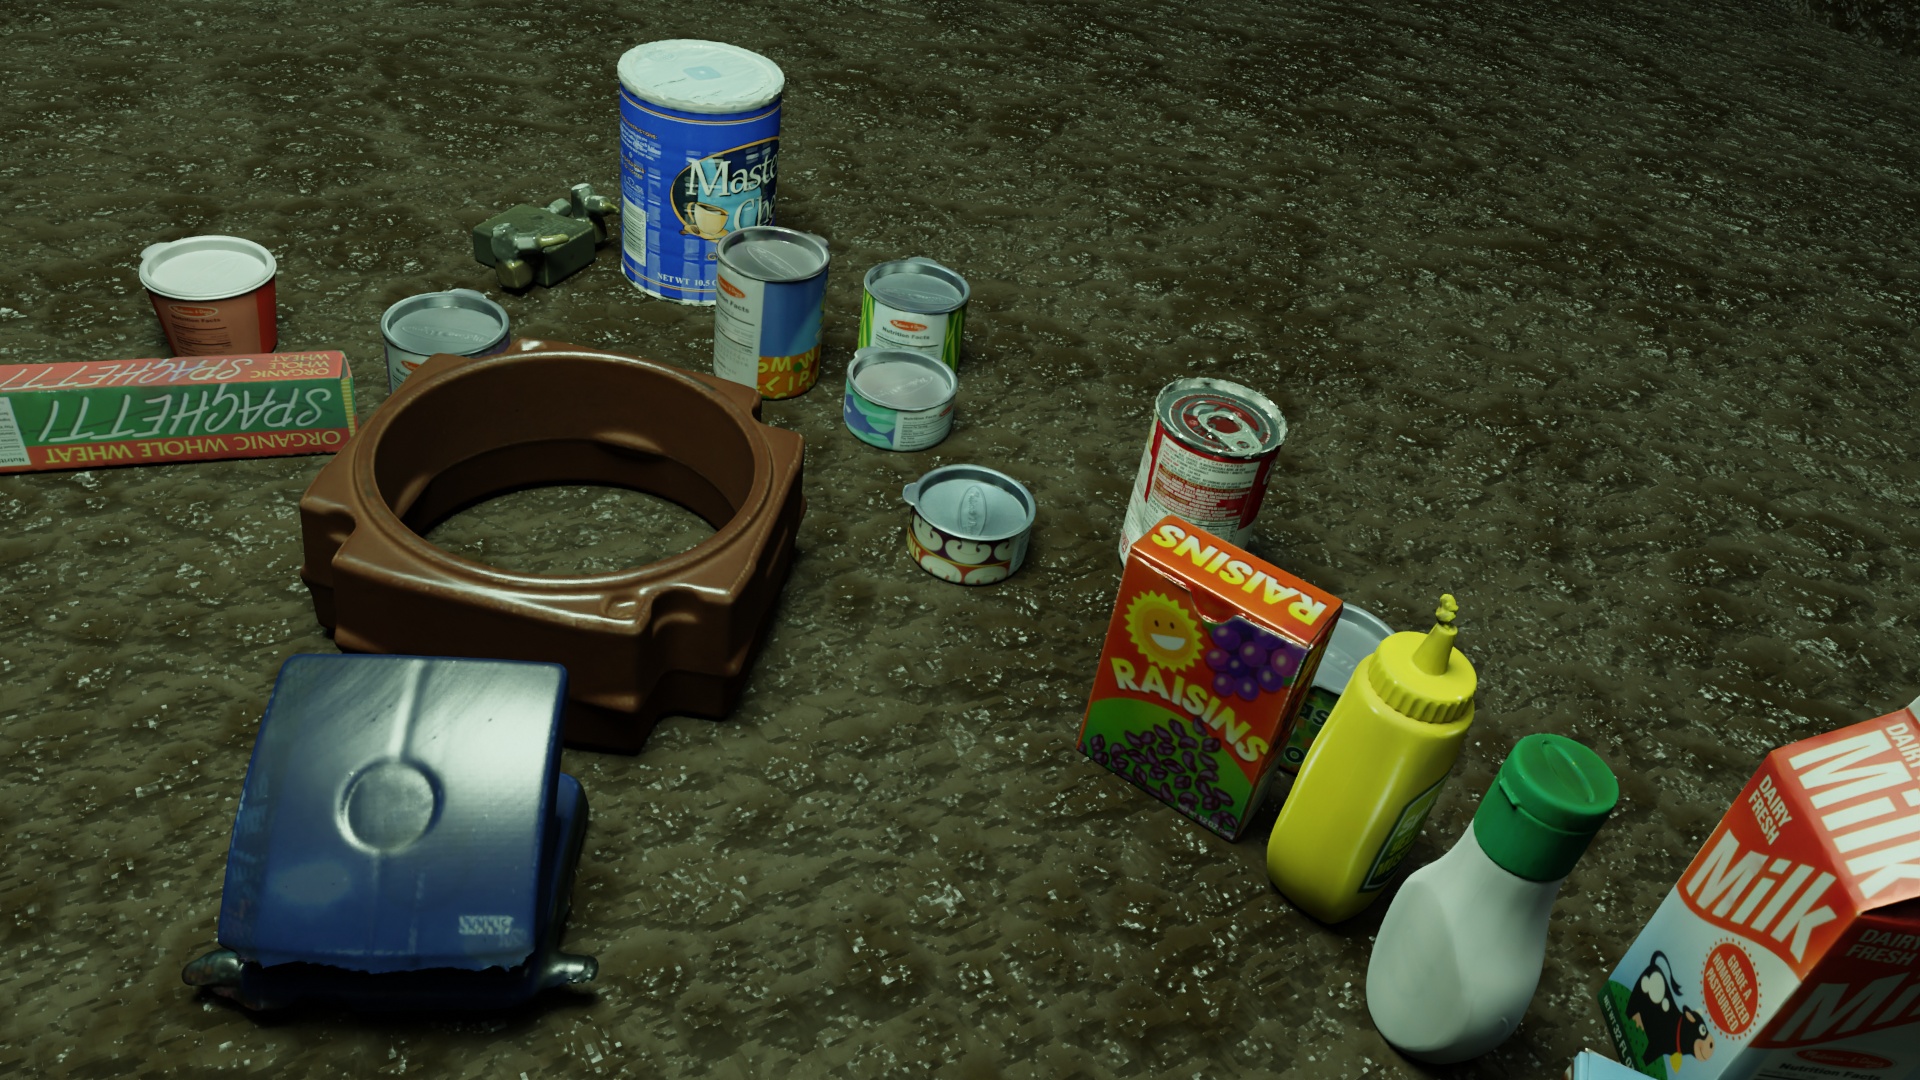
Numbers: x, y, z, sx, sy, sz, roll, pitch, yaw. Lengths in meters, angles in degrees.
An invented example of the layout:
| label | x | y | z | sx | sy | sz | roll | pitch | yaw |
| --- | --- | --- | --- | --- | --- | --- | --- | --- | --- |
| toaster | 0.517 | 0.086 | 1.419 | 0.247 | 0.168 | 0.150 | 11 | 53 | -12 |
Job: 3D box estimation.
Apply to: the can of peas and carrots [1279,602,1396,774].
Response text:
| label | x | y | z | sx | sy | sz | roll | pitch | yaw |
| --- | --- | --- | --- | --- | --- | --- | --- | --- | --- |
| can of peas and carrots | 0.170 | 0.071 | 0.659 | 0.071 | 0.058 | 0.071 | 6 | 38 | -5 |

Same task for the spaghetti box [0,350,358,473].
| label | x | y | z | sx | sy | sz | roll | pitch | yaw |
| --- | --- | --- | --- | --- | --- | --- | --- | --- | --- |
| spaghetti box | -0.438 | -0.063 | 0.698 | 0.251 | 0.049 | 0.029 | -6 | 41 | -19 |

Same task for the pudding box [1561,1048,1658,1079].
| label | x | y | z | sx | sy | sz | roll | pitch | yaw |
| --- | --- | --- | --- | --- | --- | --- | --- | --- | --- |
| pudding box | 0.219 | 0.227 | 0.482 | 0.030 | 0.049 | 0.084 | 20 | 39 | 12 |

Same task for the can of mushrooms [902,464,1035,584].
| label | x | y | z | sx | sy | sz | roll | pitch | yaw |
| --- | --- | --- | --- | --- | --- | --- | --- | --- | --- |
| can of mushrooms | 0.003 | -0.009 | 0.743 | 0.071 | 0.033 | 0.071 | 6 | 38 | -5 |

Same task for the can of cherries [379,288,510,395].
| label | x | y | z | sx | sy | sz | roll | pitch | yaw |
| --- | --- | --- | --- | --- | --- | --- | --- | --- | --- |
| can of cherries | -0.281 | -0.098 | 0.770 | 0.071 | 0.058 | 0.072 | 6 | 38 | -5 |

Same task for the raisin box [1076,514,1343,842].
| label | x | y | z | sx | sy | sz | roll | pitch | yaw |
| --- | --- | --- | --- | --- | --- | --- | --- | --- | --- |
| raisin box | 0.105 | 0.061 | 0.605 | 0.086 | 0.122 | 0.040 | 30 | 42 | 23 |

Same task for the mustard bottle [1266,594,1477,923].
| label | x | y | z | sx | sy | sz | roll | pitch | yaw |
| --- | --- | --- | --- | --- | --- | --- | --- | --- | --- |
| mustard bottle | 0.171 | 0.086 | 0.559 | 0.065 | 0.159 | 0.049 | -27 | 51 | -38 |

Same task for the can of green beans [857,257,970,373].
| label | x | y | z | sx | sy | sz | roll | pitch | yaw |
| --- | --- | --- | --- | --- | --- | --- | --- | --- | --- |
| can of green beans | -0.030 | -0.135 | 0.874 | 0.071 | 0.057 | 0.071 | 6 | 38 | -5 |

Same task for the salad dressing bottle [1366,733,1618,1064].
| label | x | y | z | sx | sy | sz | roll | pitch | yaw |
| --- | --- | --- | --- | --- | --- | --- | --- | --- | --- |
| salad dressing bottle | 0.195 | 0.135 | 0.514 | 0.044 | 0.146 | 0.064 | -1 | 39 | -13 |

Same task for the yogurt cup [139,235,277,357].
| label | x | y | z | sx | sy | sz | roll | pitch | yaw |
| --- | --- | --- | --- | --- | --- | --- | --- | --- | --- |
| yogurt cup | -0.422 | -0.133 | 0.787 | 0.072 | 0.053 | 0.073 | 6 | 38 | -5 |

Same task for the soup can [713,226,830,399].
| label | x | y | z | sx | sy | sz | roll | pitch | yaw |
| --- | --- | --- | --- | --- | --- | --- | --- | --- | --- |
| soup can | -0.112 | -0.137 | 0.837 | 0.071 | 0.083 | 0.072 | 6 | 38 | -5 |

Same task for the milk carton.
| label | x | y | z | sx | sy | sz | roll | pitch | yaw |
| --- | --- | --- | --- | --- | --- | --- | --- | --- | --- |
| milk carton | 0.311 | 0.142 | 0.496 | 0.073 | 0.189 | 0.073 | 8 | 38 | -2 |

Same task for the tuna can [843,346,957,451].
| label | x | y | z | sx | sy | sz | roll | pitch | yaw |
| --- | --- | --- | --- | --- | --- | --- | --- | --- | --- |
| tuna can | -0.038 | -0.085 | 0.829 | 0.071 | 0.032 | 0.071 | 6 | 38 | -5 |
